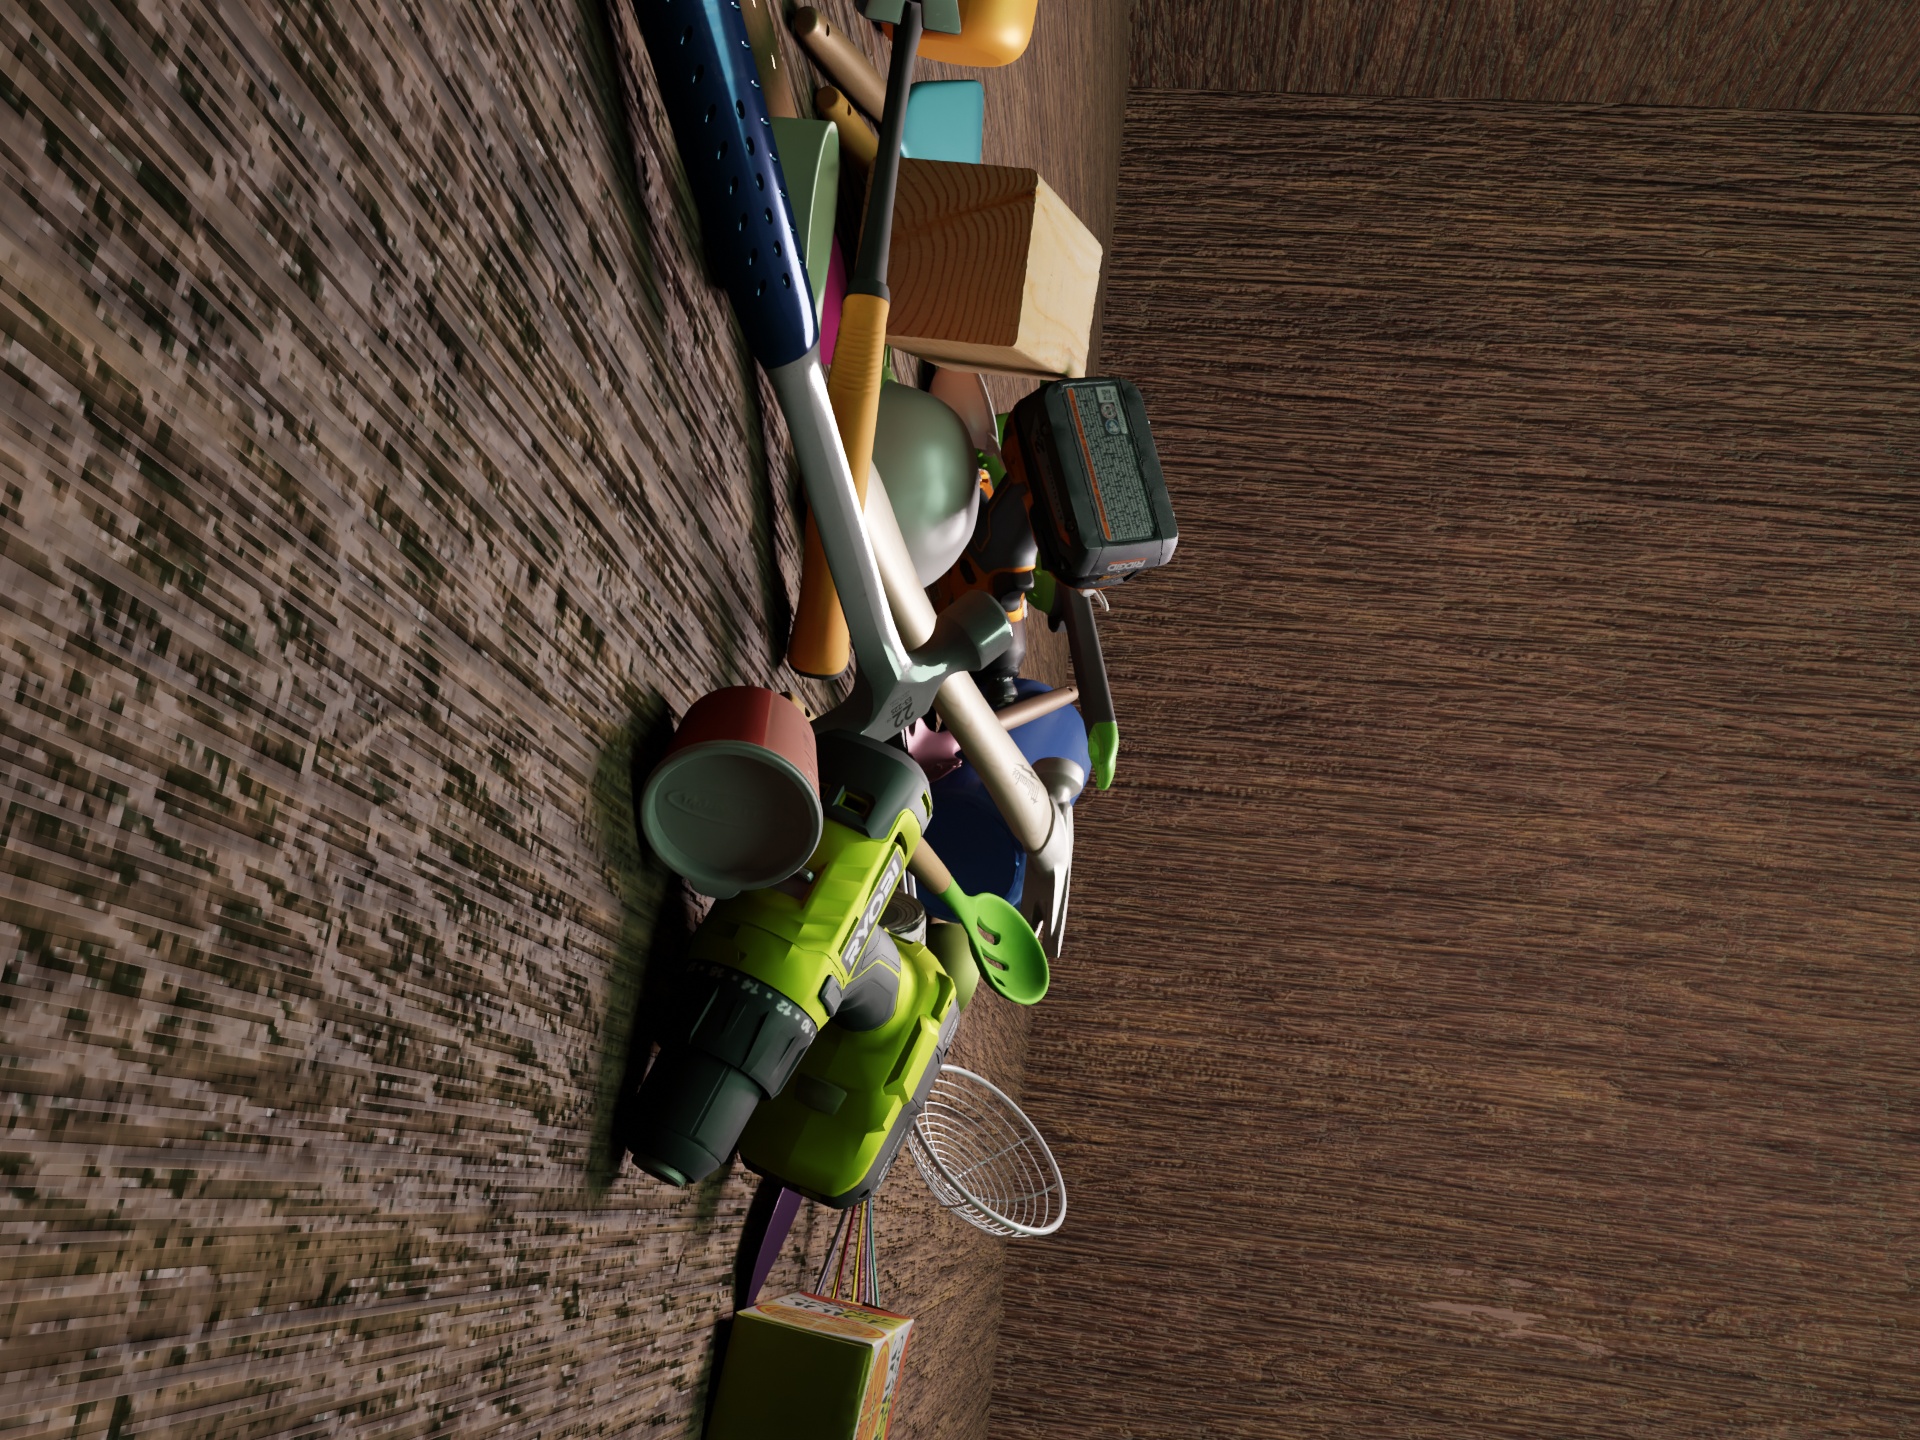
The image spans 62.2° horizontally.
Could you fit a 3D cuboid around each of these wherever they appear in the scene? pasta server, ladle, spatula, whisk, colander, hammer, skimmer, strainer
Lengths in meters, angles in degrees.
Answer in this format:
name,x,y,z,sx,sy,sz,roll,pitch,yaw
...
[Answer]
name,x,y,z,sx,sy,sz,roll,pitch,yaw
pasta server,0.023,0.000,1.165,0.040,0.060,0.316,-50,166,26
ladle,-0.013,0.177,1.280,0.078,0.062,0.320,-60,179,4
spatula,-0.081,0.234,0.951,0.316,0.018,0.059,-65,169,-69
whisk,-0.062,0.307,0.990,0.047,0.051,0.245,61,38,-75
spatula,-0.033,-0.333,0.850,0.317,0.044,0.082,-47,143,-77
colander,0.046,-0.108,1.192,0.204,0.094,0.398,91,-6,-49
hammer,-0.002,-0.003,0.945,0.410,0.038,0.146,58,34,-52
hammer,-0.044,-0.157,0.695,0.127,0.034,0.336,-92,-169,-54
skimmer,-0.001,0.138,0.990,0.127,0.090,0.363,-11,95,-67
spatula,-0.040,-0.293,0.915,0.322,0.041,0.081,8,88,-79
strainer,-0.020,-0.106,0.998,0.256,0.069,0.152,81,16,-57
hammer,-0.066,-0.128,0.599,0.144,0.035,0.405,-38,143,-20
strainer,0.034,-0.176,1.126,0.259,0.050,0.086,57,-14,22

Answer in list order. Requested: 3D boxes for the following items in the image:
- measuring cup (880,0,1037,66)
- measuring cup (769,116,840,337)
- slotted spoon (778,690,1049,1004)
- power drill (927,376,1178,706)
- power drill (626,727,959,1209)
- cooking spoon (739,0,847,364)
name,x,y,z,sx,sy,sz,roll,pitch,yaw
measuring cup,-0.009,-0.404,0.920,0.174,0.095,0.052,-131,-131,-74
measuring cup,-0.078,-0.173,0.668,0.167,0.038,0.083,101,-2,-52
slotted spoon,-0.023,0.076,0.884,0.313,0.031,0.070,53,25,-47
power drill,0.045,-0.108,1.020,0.226,0.084,0.164,-28,-107,62
power drill,-0.069,0.135,0.708,0.228,0.080,0.191,81,32,-59
cooking spoon,-0.075,-0.246,0.680,0.318,0.017,0.069,73,23,-73
